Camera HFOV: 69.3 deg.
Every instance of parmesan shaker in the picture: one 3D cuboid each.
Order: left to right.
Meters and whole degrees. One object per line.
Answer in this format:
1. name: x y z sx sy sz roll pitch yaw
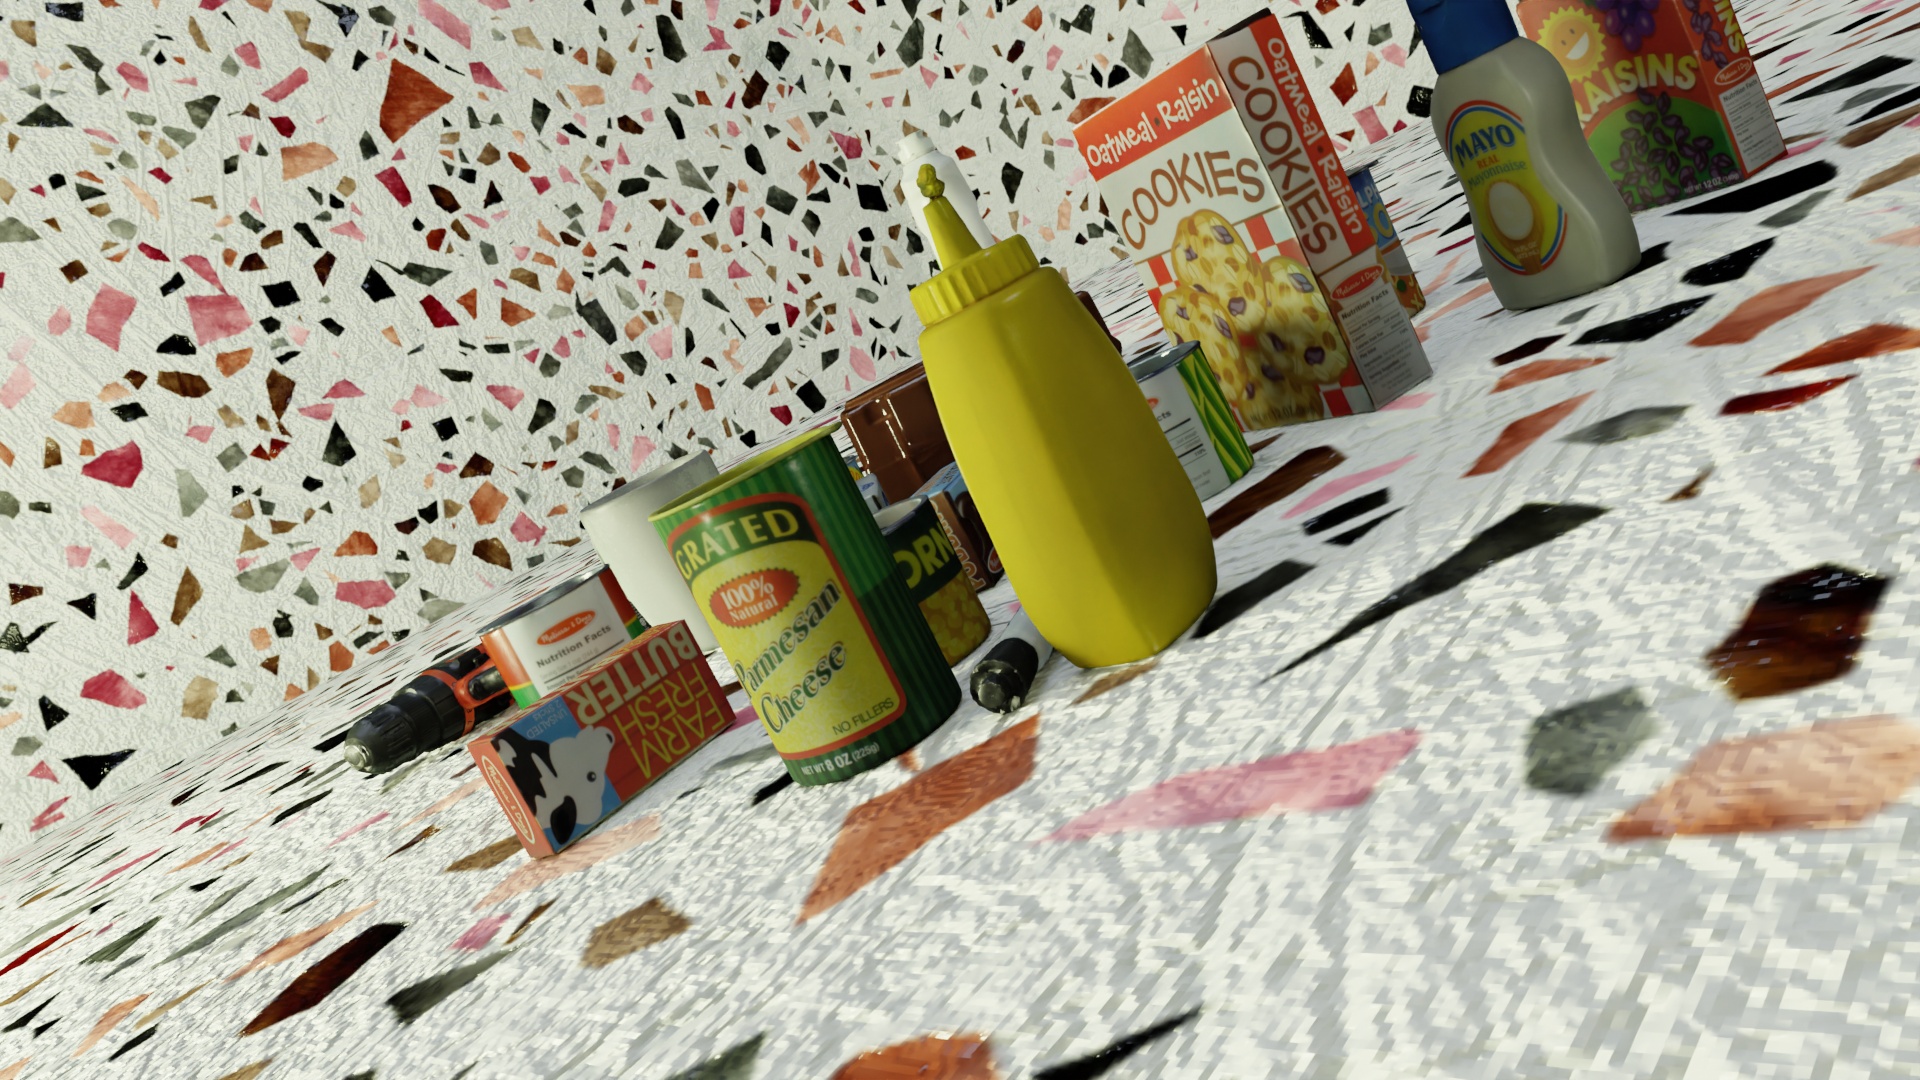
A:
1. parmesan shaker: -0.048 0.021 0.463 0.071 0.103 0.071 -26 9 5

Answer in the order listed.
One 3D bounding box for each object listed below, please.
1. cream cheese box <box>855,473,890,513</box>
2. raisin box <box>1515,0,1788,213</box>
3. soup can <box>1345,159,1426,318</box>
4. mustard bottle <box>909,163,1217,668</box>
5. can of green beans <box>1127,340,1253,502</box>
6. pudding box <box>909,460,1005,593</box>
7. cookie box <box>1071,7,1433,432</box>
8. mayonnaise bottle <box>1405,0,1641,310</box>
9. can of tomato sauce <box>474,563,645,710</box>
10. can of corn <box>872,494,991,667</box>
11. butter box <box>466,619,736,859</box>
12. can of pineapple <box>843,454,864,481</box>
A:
1. cream cheese box: -0.043 -0.002 0.723 0.024 0.053 0.104 -27 9 0
2. raisin box: 0.342 -0.231 0.691 0.040 0.123 0.086 -31 10 -21
3. soup can: 0.210 -0.154 0.758 0.071 0.083 0.071 -26 9 5
4. mustard bottle: 0.024 -0.041 0.426 0.048 0.160 0.065 -19 12 41
5. can of green beans: 0.085 -0.046 0.598 0.071 0.057 0.071 -26 9 5
6. pudding box: 0.002 -0.008 0.644 0.030 0.049 0.084 -24 10 20
7. cookie box: 0.127 -0.134 0.625 0.040 0.167 0.123 -30 10 -20
8. mayonnaise bottle: 0.238 -0.176 0.603 0.041 0.148 0.064 -31 10 -26
9. can of tomato sauce: -0.173 0.062 0.642 0.071 0.083 0.071 -26 9 5
10. can of corn: -0.028 0.023 0.536 0.071 0.058 0.071 -26 9 5
11. butter box: -0.143 0.078 0.567 0.024 0.053 0.104 -18 13 44
12. can of pineapple: -0.084 -0.016 0.893 0.071 0.057 0.071 -26 9 5
